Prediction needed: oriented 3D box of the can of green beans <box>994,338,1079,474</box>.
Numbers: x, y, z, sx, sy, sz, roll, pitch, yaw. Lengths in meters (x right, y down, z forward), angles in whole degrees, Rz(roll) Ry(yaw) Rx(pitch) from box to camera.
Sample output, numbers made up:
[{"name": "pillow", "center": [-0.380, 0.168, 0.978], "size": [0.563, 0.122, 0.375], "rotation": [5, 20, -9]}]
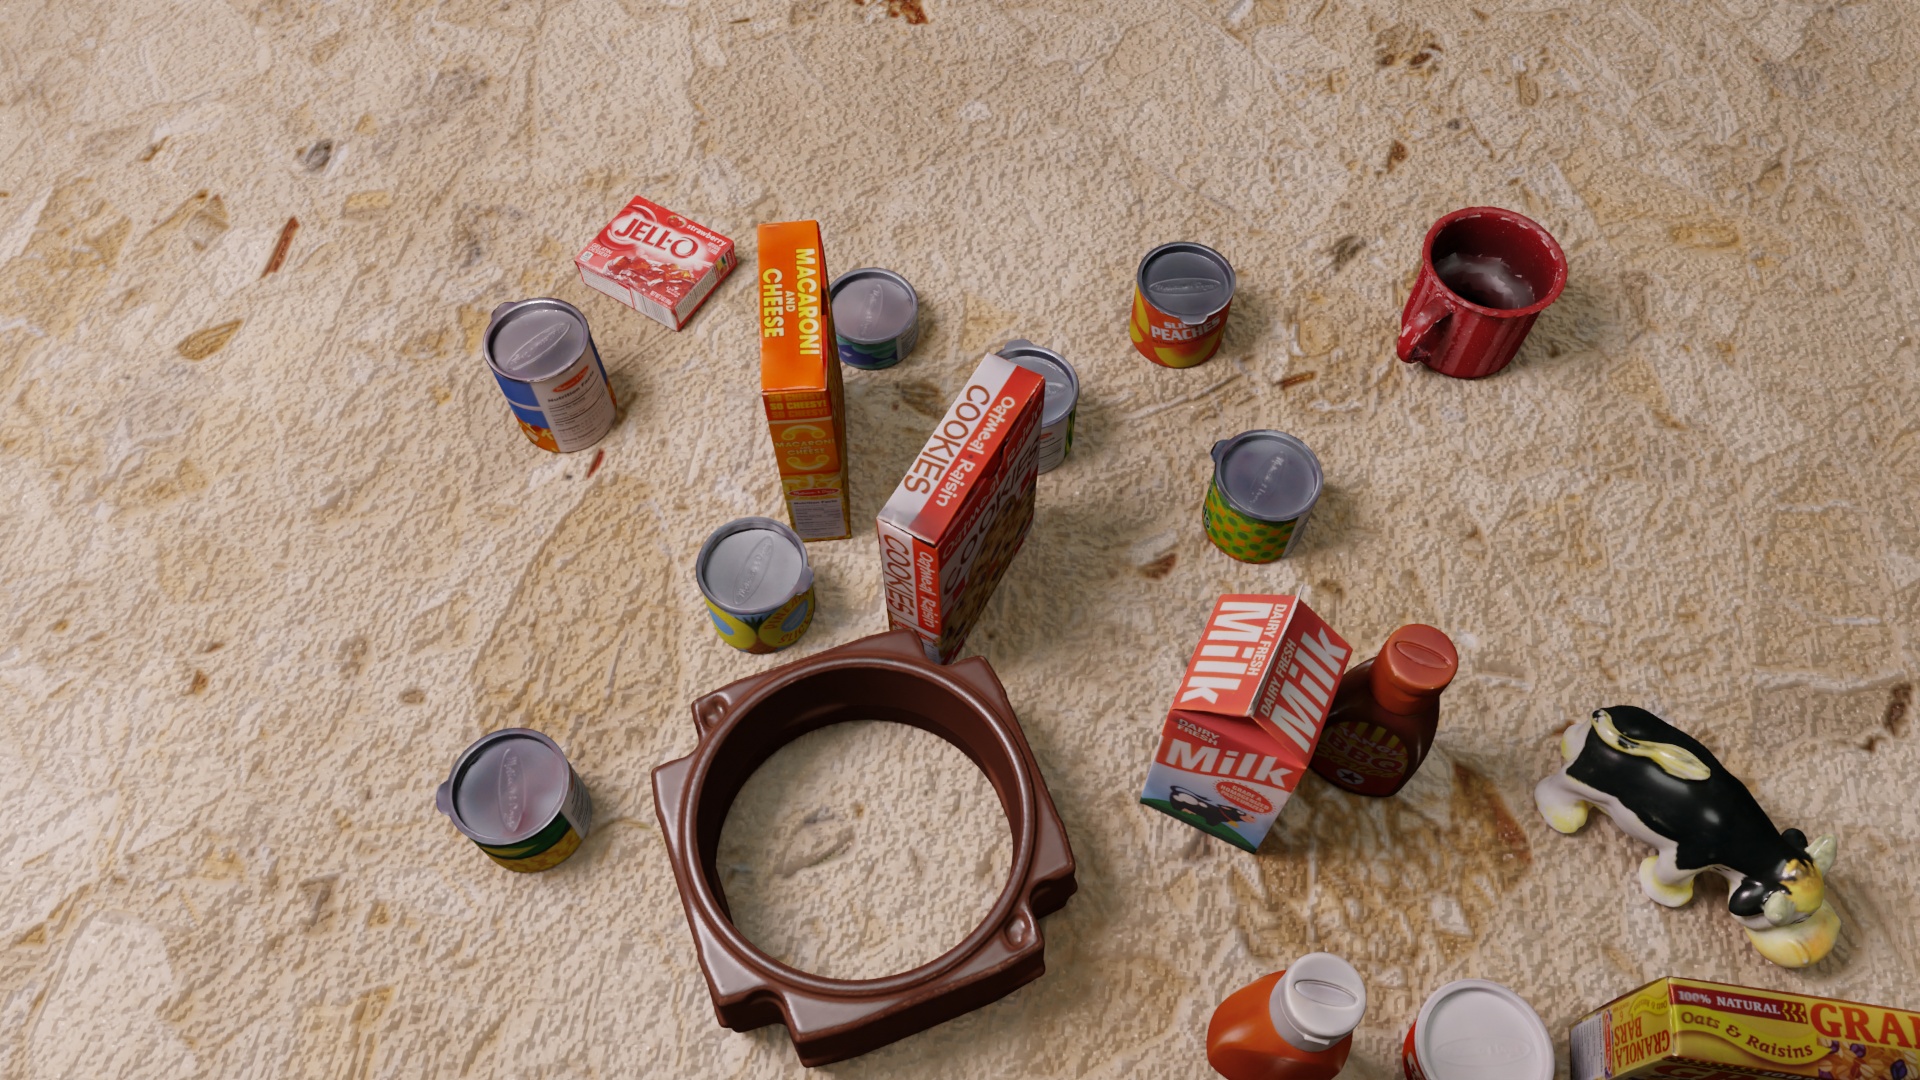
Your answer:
[{"name": "can of green beans", "center": [0.043, -0.084, 0.904], "size": [0.071, 0.057, 0.071], "rotation": [0, 60, 0]}]

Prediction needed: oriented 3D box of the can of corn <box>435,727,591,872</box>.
[{"name": "can of corn", "center": [-0.247, 0.146, 0.773], "size": [0.071, 0.058, 0.071], "rotation": [0, 60, 0]}]

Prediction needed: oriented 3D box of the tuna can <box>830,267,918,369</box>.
[{"name": "tuna can", "center": [-0.064, -0.153, 0.958], "size": [0.071, 0.032, 0.071], "rotation": [0, 60, 0]}]

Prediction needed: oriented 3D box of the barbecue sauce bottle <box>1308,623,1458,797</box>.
[{"name": "barbecue sauce bottle", "center": [0.229, 0.092, 0.752], "size": [0.065, 0.147, 0.044], "rotation": [23, 63, 13]}]

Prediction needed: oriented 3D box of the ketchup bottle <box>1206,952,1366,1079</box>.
[{"name": "ketchup bottle", "center": [0.160, 0.235, 0.670], "size": [0.065, 0.148, 0.044], "rotation": [12, 61, 7]}]

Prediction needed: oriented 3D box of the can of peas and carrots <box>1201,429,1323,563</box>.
[{"name": "can of peas and carrots", "center": [0.186, -0.028, 0.872], "size": [0.071, 0.058, 0.071], "rotation": [0, 60, 0]}]

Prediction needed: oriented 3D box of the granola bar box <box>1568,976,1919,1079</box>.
[{"name": "granola bar box", "center": [0.402, 0.253, 0.674], "size": [0.166, 0.123, 0.039], "rotation": [7, 61, 4]}]

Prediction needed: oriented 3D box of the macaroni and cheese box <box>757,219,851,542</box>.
[{"name": "macaroni and cheese box", "center": [-0.093, -0.093, 0.848], "size": [0.040, 0.165, 0.124], "rotation": [-5, 61, -2]}]

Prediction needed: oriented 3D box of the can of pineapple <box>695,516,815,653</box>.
[{"name": "can of pineapple", "center": [-0.121, 0.029, 0.840], "size": [0.071, 0.057, 0.071], "rotation": [0, 60, 0]}]

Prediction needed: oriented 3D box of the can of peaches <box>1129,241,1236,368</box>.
[{"name": "can of peaches", "center": [0.150, -0.158, 0.947], "size": [0.071, 0.057, 0.071], "rotation": [0, 60, 0]}]

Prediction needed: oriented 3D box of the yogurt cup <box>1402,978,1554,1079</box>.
[{"name": "yogurt cup", "center": [0.260, 0.263, 0.708], "size": [0.072, 0.053, 0.073], "rotation": [0, 60, 0]}]

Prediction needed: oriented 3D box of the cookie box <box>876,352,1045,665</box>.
[{"name": "cookie box", "center": [0.003, -0.010, 0.799], "size": [0.040, 0.166, 0.123], "rotation": [25, 64, 14]}]

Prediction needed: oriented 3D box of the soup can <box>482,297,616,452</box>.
[{"name": "soup can", "center": [-0.266, -0.108, 0.903], "size": [0.071, 0.083, 0.071], "rotation": [0, 61, 0]}]

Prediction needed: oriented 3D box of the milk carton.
[{"name": "milk carton", "center": [0.149, 0.093, 0.727], "size": [0.073, 0.189, 0.072], "rotation": [23, 63, 12]}]
